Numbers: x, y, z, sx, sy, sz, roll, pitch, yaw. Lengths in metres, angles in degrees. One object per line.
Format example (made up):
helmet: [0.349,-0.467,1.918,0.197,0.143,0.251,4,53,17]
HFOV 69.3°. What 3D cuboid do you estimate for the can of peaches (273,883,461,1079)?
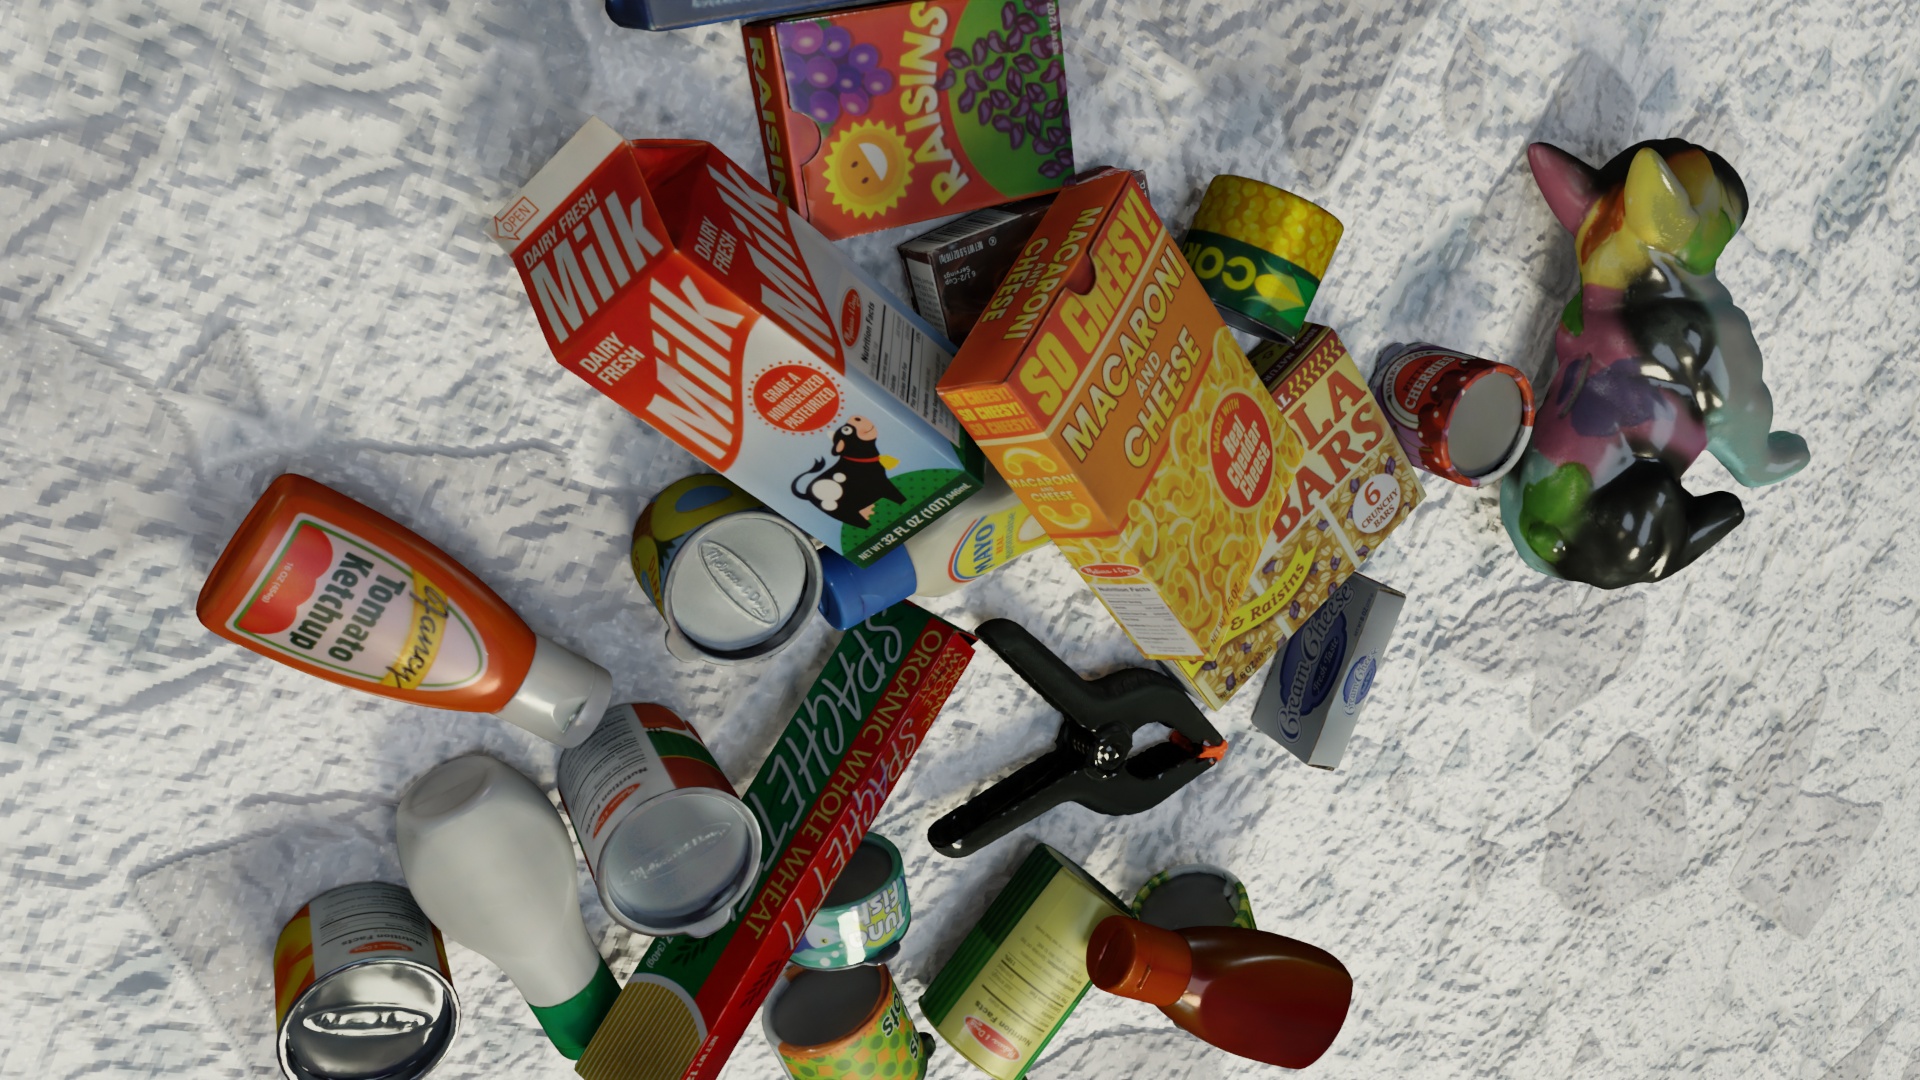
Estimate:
can of peaches: [-0.241,0.183,0.561,0.071,0.058,0.071,-10,113,-25]

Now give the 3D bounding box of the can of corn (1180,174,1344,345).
can of corn: [0.133,-0.130,0.639,0.071,0.071,0.058,19,98,-31]

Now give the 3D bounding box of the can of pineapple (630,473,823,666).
can of pineapple: [-0.099,0.011,0.573,0.071,0.058,0.070,-9,112,-24]

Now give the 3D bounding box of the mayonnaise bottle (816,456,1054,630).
mayonnaise bottle: [0.002,-0.008,0.618,0.148,0.041,0.064,-27,144,-22]

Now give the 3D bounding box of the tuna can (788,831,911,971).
tuna can: [-0.056,0.166,0.644,0.071,0.071,0.032,-16,114,-22]

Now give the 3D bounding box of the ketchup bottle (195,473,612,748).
ketchup bottle: [-0.206,0.035,0.535,0.148,0.043,0.064,34,90,-33]

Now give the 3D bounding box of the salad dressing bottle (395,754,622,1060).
salad dressing bottle: [-0.185,0.160,0.592,0.064,0.044,0.147,-28,120,-17]

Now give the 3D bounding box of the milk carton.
milk carton: [-0.080,-0.077,0.525,0.072,0.074,0.190,-33,126,31]

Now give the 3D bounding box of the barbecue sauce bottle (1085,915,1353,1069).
barbecue sauce bottle: [0.130,0.223,0.699,0.148,0.044,0.065,24,95,-30]

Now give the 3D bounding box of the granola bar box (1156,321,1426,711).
granola bar box: [0.148,-0.012,0.706,0.166,0.039,0.124,-44,121,-7]

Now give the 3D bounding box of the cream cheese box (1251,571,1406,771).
cream cheese box: [0.198,0.066,0.751,0.024,0.053,0.103,13,101,-28]

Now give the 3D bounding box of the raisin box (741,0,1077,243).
raisin box: [-0.018,-0.174,0.561,0.124,0.040,0.085,-17,116,-21]

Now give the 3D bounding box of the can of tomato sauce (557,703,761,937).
can of tomato sauce: [-0.127,0.115,0.582,0.071,0.083,0.071,-10,112,-24]

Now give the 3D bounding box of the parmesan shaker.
parmesan shaker: [0.038,0.217,0.713,0.071,0.071,0.103,40,87,-32]

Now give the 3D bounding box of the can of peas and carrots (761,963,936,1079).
can of peas and carrots: [-0.054,0.240,0.674,0.071,0.071,0.058,-29,118,-16]

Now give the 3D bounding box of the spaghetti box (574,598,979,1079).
spaghetti box: [-0.078,0.136,0.610,0.250,0.050,0.028,-58,151,-9]

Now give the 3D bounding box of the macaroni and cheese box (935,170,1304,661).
macaroni and cheese box: [0.075,-0.049,0.579,0.166,0.040,0.124,50,55,-31]

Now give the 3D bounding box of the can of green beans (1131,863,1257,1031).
can of green beans: [0.132,0.221,0.765,0.071,0.071,0.057,-28,118,-16]

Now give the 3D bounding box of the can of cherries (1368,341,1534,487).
can of cherries: [0.255,-0.068,0.730,0.072,0.058,0.071,-10,113,-25]
